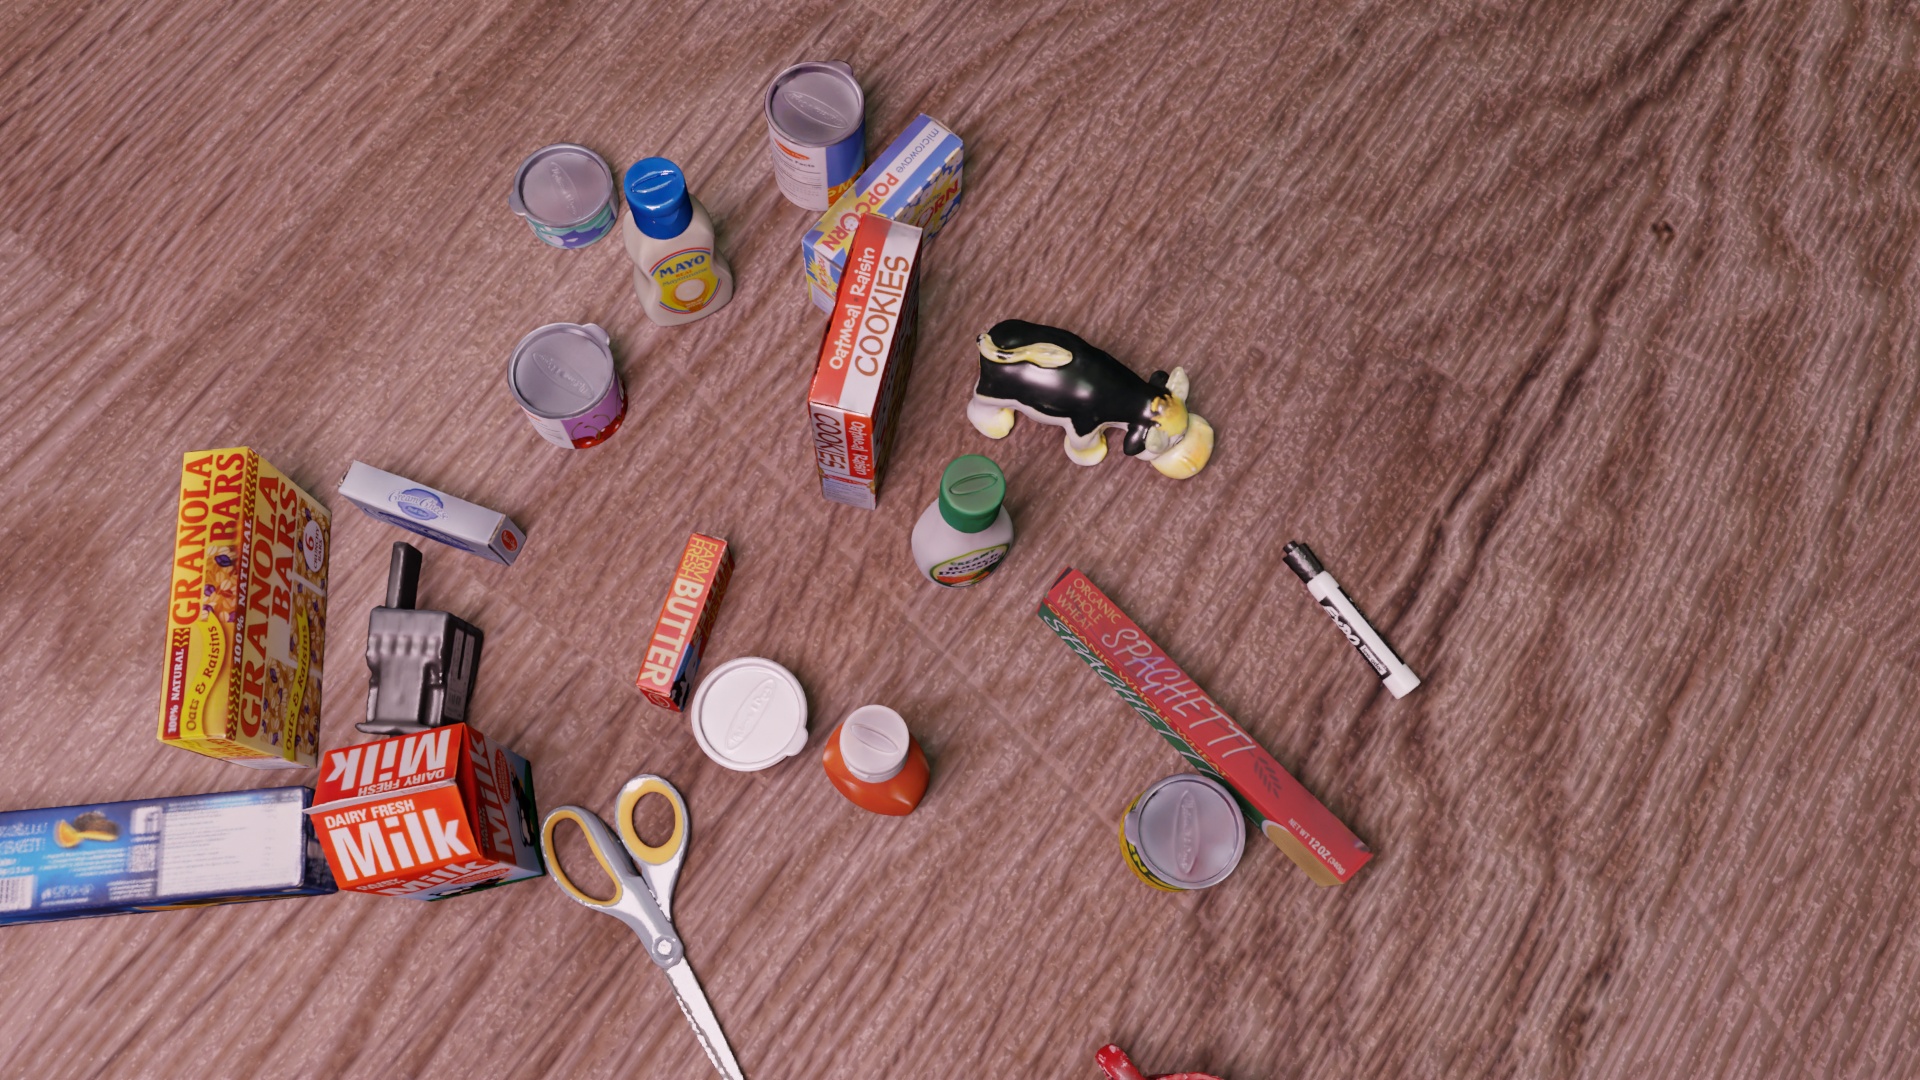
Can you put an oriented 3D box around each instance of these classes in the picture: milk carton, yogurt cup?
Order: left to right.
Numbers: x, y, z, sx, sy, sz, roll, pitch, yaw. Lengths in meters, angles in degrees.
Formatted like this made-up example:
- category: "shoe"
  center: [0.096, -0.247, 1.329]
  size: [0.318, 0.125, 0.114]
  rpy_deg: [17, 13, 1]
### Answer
- category: "milk carton"
  center: [-0.285, 0.148, 0.751]
  size: [0.072, 0.190, 0.073]
  rpy_deg: [-12, 74, -6]
- category: "yogurt cup"
  center: [-0.126, 0.109, 0.843]
  size: [0.072, 0.053, 0.072]
  rpy_deg: [1, 73, -3]

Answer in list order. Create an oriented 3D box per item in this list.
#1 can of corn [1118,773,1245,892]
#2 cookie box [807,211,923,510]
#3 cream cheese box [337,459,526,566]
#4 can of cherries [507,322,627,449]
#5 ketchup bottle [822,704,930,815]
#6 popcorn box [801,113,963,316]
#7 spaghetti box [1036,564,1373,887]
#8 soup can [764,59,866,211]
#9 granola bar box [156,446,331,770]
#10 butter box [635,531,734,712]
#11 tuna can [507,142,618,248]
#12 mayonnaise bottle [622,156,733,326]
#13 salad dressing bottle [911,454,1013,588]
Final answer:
- category: "can of corn"
  center: [0.129, 0.176, 0.833]
  size: [0.071, 0.058, 0.071]
  rpy_deg: [1, 73, -3]
- category: "cookie box"
  center: [-0.058, -0.104, 0.855]
  size: [0.040, 0.167, 0.123]
  rpy_deg: [13, 73, 1]
- category: "cream cheese box"
  center: [-0.331, -0.016, 0.872]
  size: [0.104, 0.053, 0.024]
  rpy_deg: [20, 73, 3]
- category: "can of cherries"
  center: [-0.251, -0.101, 0.900]
  size: [0.071, 0.058, 0.071]
  rpy_deg: [1, 73, -3]
- category: "ketchup bottle"
  center: [-0.048, 0.125, 0.793]
  size: [0.065, 0.148, 0.043]
  rpy_deg: [25, 74, 5]
- category: "popcorn box"
  center: [-0.051, -0.213, 0.932]
  size: [0.038, 0.085, 0.127]
  rpy_deg: [38, 75, 8]
- category: "spaghetti box"
  center: [0.145, 0.114, 0.858]
  size: [0.250, 0.050, 0.029]
  rpy_deg: [44, 76, 10]
- category: "soup can"
  center: [-0.096, -0.277, 0.950]
  size: [0.071, 0.083, 0.071]
  rpy_deg: [1, 73, -3]
- category: "granola bar box"
  center: [-0.415, 0.044, 0.812]
  size: [0.039, 0.124, 0.166]
  rpy_deg: [-3, 73, -4]
- category: "butter box"
  center: [-0.169, 0.051, 0.860]
  size: [0.024, 0.053, 0.104]
  rpy_deg: [17, 73, 2]
- category: "tuna can"
  center: [-0.272, -0.235, 0.955]
  size: [0.071, 0.032, 0.071]
  rpy_deg: [1, 73, -3]
- category: "mayonnaise bottle"
  center: [-0.184, -0.188, 0.884]
  size: [0.065, 0.147, 0.041]
  rpy_deg: [-23, 76, -9]
- category: "salad dressing bottle"
  center: [0.003, -0.011, 0.839]
  size: [0.064, 0.147, 0.044]
  rpy_deg: [-16, 75, -8]
